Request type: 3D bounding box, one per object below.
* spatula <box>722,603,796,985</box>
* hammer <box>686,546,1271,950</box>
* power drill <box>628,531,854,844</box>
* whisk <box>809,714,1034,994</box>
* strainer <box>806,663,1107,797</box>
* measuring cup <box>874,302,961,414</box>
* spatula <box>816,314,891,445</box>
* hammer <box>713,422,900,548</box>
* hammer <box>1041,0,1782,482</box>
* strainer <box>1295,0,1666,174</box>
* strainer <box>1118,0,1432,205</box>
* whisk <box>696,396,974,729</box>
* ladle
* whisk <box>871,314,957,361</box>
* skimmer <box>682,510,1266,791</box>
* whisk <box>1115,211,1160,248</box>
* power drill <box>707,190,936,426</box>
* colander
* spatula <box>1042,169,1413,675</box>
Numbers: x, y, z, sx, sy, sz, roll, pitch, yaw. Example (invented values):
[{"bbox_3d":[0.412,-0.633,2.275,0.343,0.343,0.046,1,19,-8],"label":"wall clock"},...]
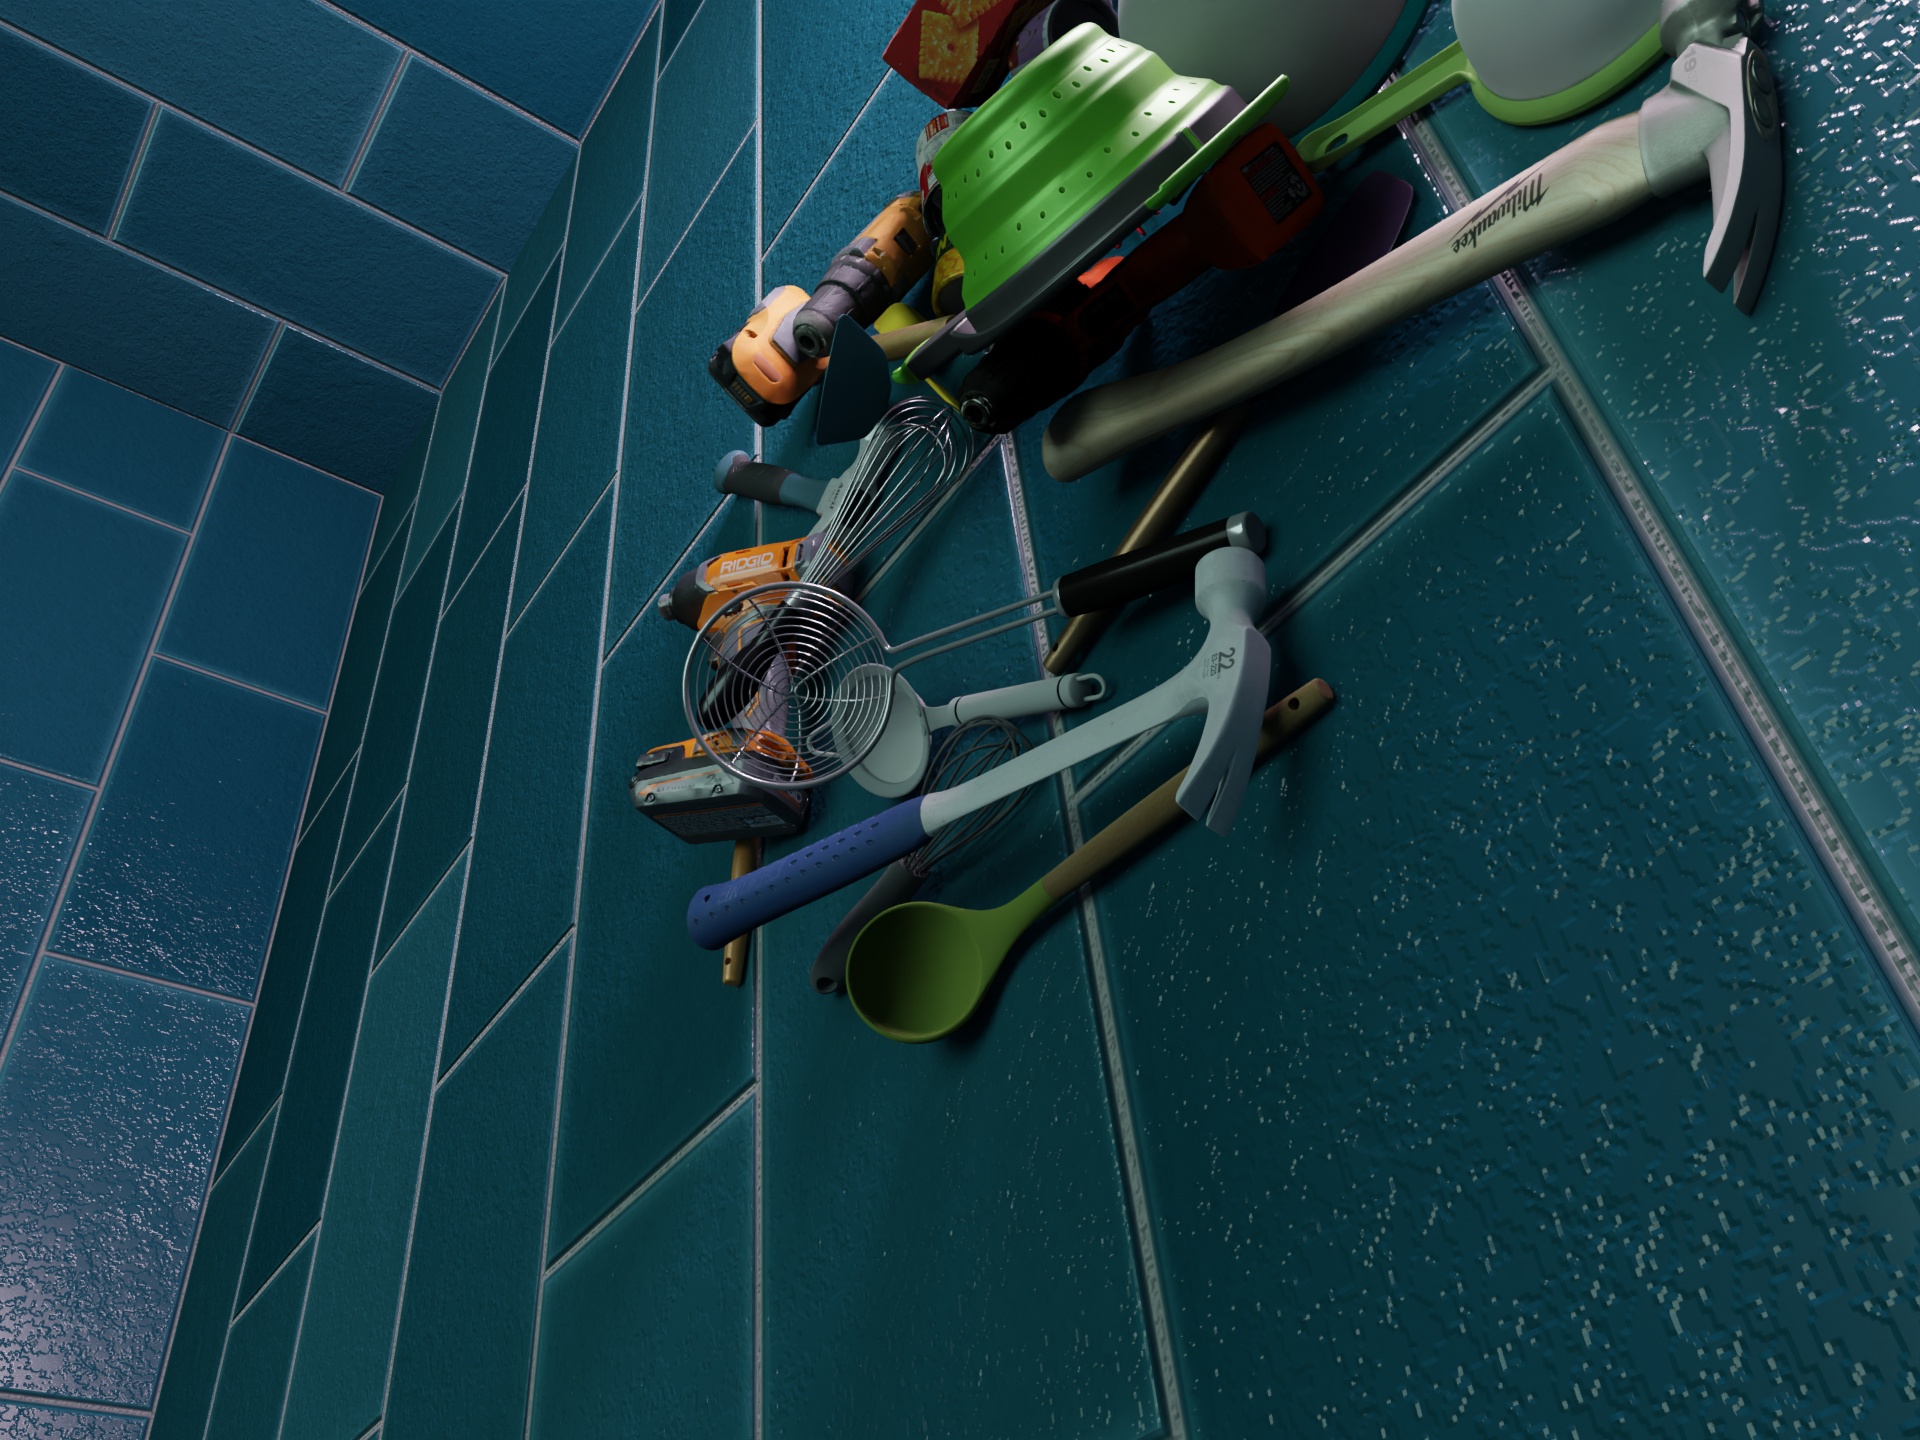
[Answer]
[{"bbox_3d":[-0.162,0.043,1.198,0.081,0.041,0.323,-15,56,26],"label":"spatula"},{"bbox_3d":[-0.009,0.051,0.834,0.405,0.035,0.144,-28,40,37],"label":"hammer"},{"bbox_3d":[-0.172,-0.027,1.179,0.164,0.084,0.227,-8,59,28],"label":"power drill"},{"bbox_3d":[-0.031,0.085,0.941,0.239,0.055,0.055,-54,31,30],"label":"whisk"},{"bbox_3d":[-0.002,-0.003,0.960,0.258,0.050,0.087,-11,94,50],"label":"strainer"},{"bbox_3d":[-0.016,-0.264,1.173,0.029,0.062,0.157,-48,43,13],"label":"measuring cup"},{"bbox_3d":[-0.075,-0.236,1.147,0.317,0.044,0.082,-114,35,-79],"label":"spatula"},{"bbox_3d":[-0.148,-0.200,1.360,0.331,0.033,0.128,26,92,62],"label":"hammer"},{"bbox_3d":[0.180,-0.185,0.760,0.410,0.038,0.146,-19,56,50],"label":"hammer"},{"bbox_3d":[0.242,-0.341,0.755,0.256,0.069,0.152,-20,53,52],"label":"strainer"},{"bbox_3d":[0.198,-0.432,0.839,0.340,0.095,0.211,-14,69,48],"label":"strainer"},{"bbox_3d":[-0.089,-0.107,1.100,0.284,0.070,0.070,-53,28,-5],"label":"whisk"},{"bbox_3d":[0.055,0.071,0.794,0.320,0.062,0.078,-41,59,35],"label":"ladle"},{"bbox_3d":[0.009,-0.268,1.085,0.245,0.051,0.047,1,80,47],"label":"whisk"},{"bbox_3d":[-0.006,-0.051,0.882,0.363,0.090,0.127,-17,82,39],"label":"skimmer"},{"bbox_3d":[0.076,-0.377,1.083,0.073,0.073,0.296,-56,24,20],"label":"whisk"},{"bbox_3d":[-0.118,-0.322,1.298,0.226,0.084,0.185,-24,26,50],"label":"power drill"},{"bbox_3d":[0.021,-0.284,0.905,0.204,0.094,0.397,-46,13,-21],"label":"colander"},{"bbox_3d":[0.137,-0.150,0.852,0.316,0.018,0.060,-55,34,20],"label":"spatula"}]
